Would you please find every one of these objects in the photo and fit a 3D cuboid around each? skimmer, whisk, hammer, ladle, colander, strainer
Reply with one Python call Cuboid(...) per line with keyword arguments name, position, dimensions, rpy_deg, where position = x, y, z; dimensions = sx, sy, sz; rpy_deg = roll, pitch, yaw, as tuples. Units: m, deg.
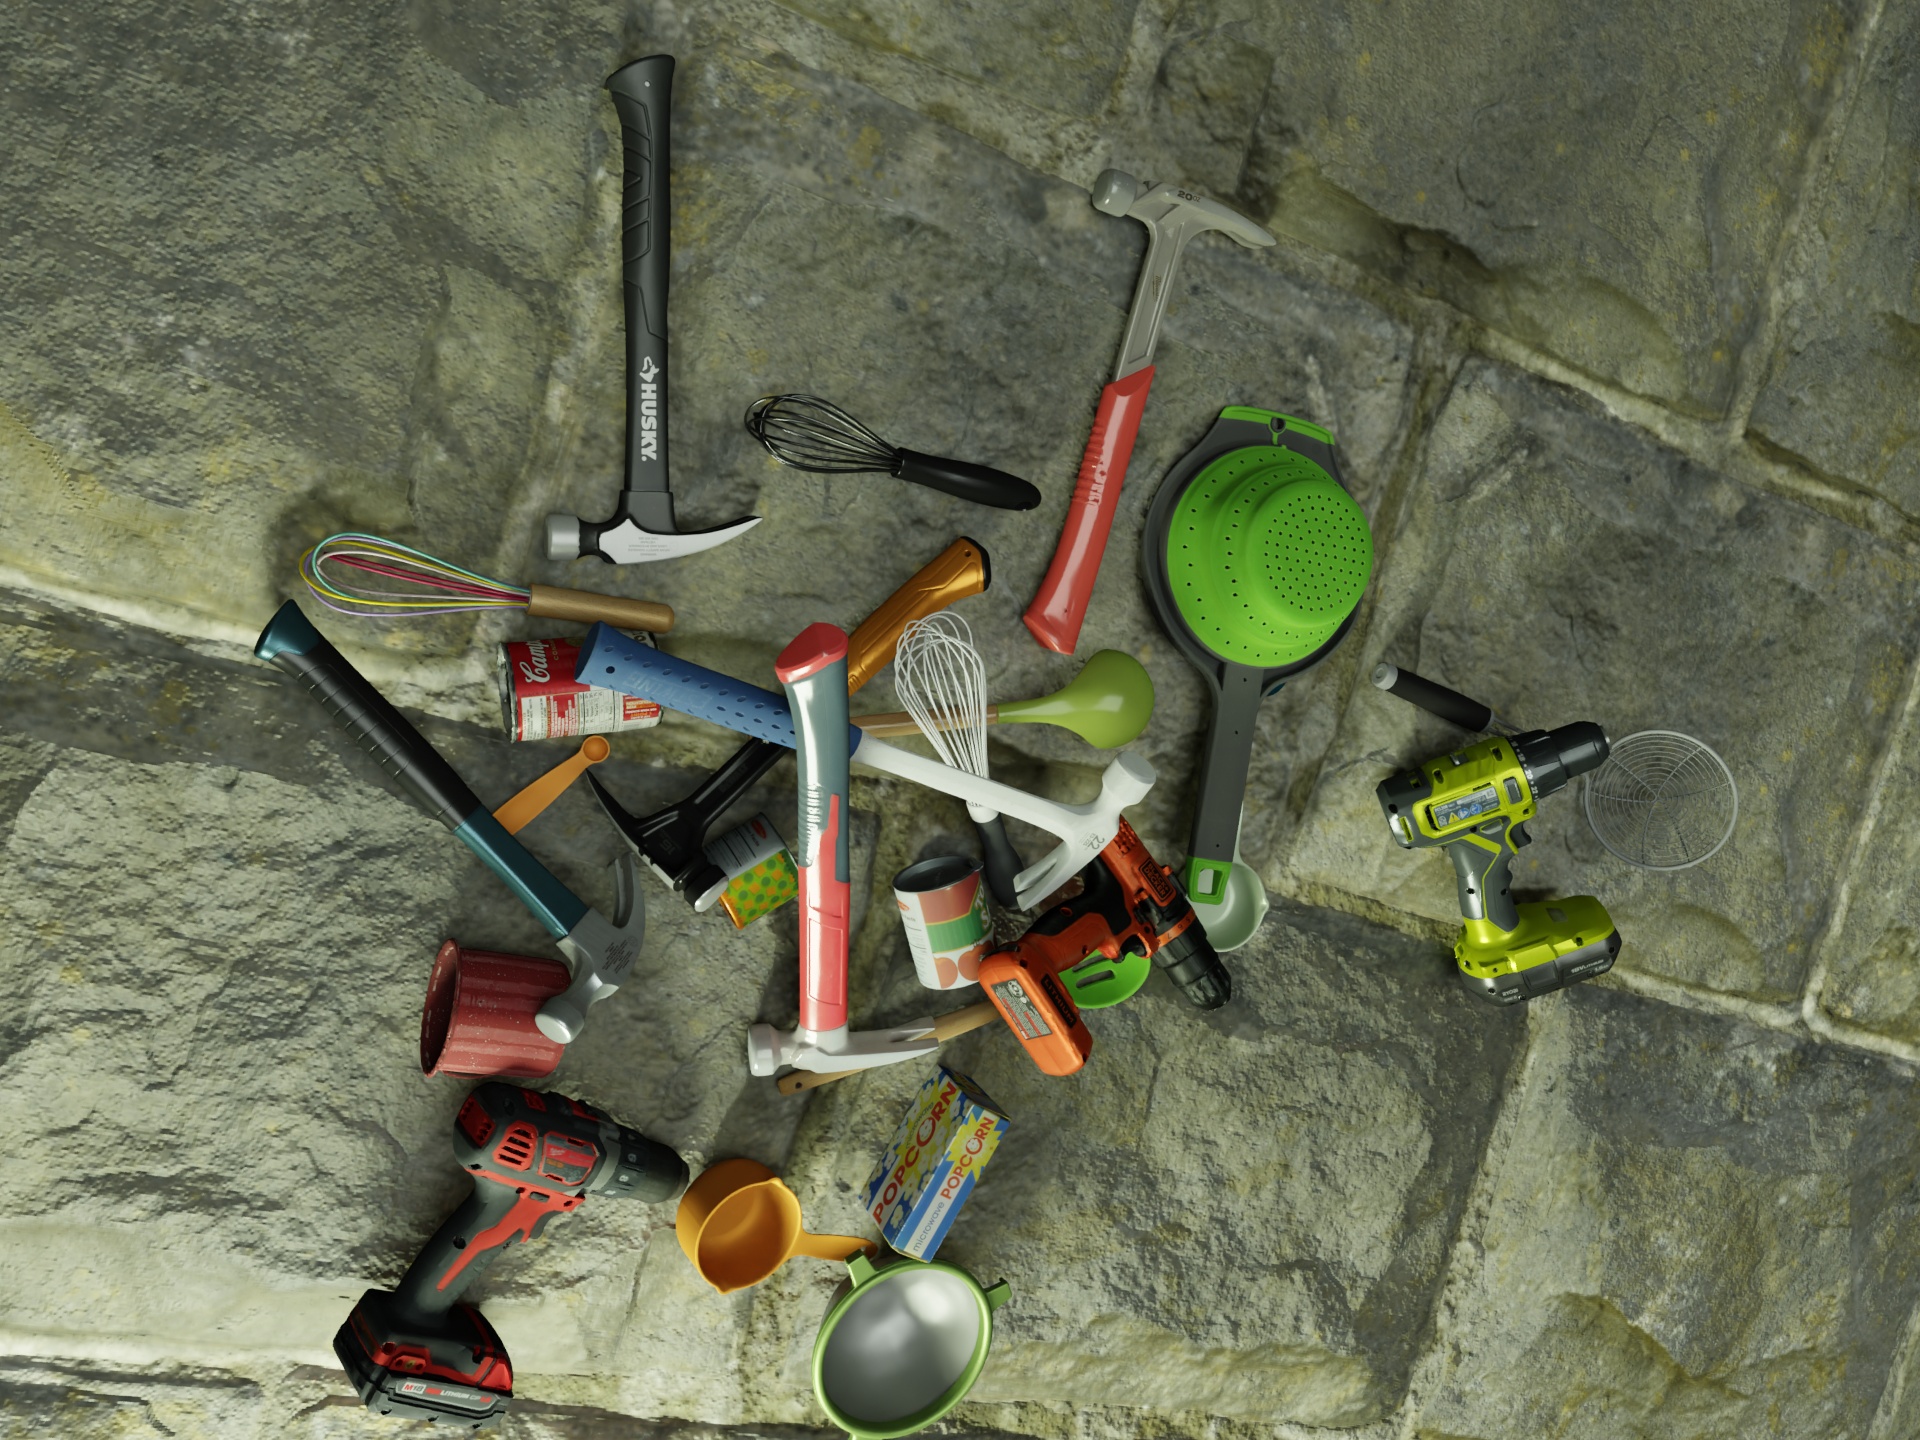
Cuboid(name="skimmer", position=(0.519, 0.028, 1.385), dimensions=(0.363, 0.090, 0.127), rpy_deg=(21, 98, -23))
Cuboid(name="whisk", position=(0.008, 0.040, 1.173), dimensions=(0.070, 0.070, 0.284), rpy_deg=(-29, 128, -15))
Cuboid(name="hammer", position=(-0.108, -0.021, 1.143), dimensions=(0.127, 0.034, 0.337), rpy_deg=(43, 73, 11))
Cuboid(name="hammer", position=(-0.066, 0.025, 1.084), dimensions=(0.405, 0.035, 0.144), rpy_deg=(20, 120, -25))
Cuboid(name="whisk", position=(-0.043, -0.189, 1.150), dimensions=(0.238, 0.055, 0.055), rpy_deg=(11, 95, -27))
Cuboid(name="ladle", position=(-0.002, -0.004, 1.207), dimensions=(0.320, 0.062, 0.078), rpy_deg=(-6, 99, -14))
Cuboid(name="hammer", position=(-0.207, -0.274, 1.075), dimensions=(0.146, 0.035, 0.334), rpy_deg=(-2, 100, -21))
Cuboid(name="colander", position=(0.238, -0.048, 1.237), dimensions=(0.204, 0.094, 0.397), rpy_deg=(9, 90, -20))
Cuboid(name="hammer", position=(-0.337, 0.055, 1.051), dimensions=(0.331, 0.033, 0.128), rpy_deg=(49, 46, -12))
Cuboid(name="hammer", position=(0.127, -0.224, 1.216), dimensions=(0.149, 0.037, 0.359), rpy_deg=(14, 93, -23))
Cuboid(name="strainer", position=(-0.075, 0.525, 1.251), dimensions=(0.151, 0.069, 0.256), rpy_deg=(21, 94, -28))
Cuboid(name="hammer", position=(-0.078, 0.101, 1.093), dimensions=(0.143, 0.038, 0.386), rpy_deg=(-4, 127, -11))
Cuboid(name="whisk", position=(-0.311, -0.088, 1.065), dimensions=(0.244, 0.047, 0.051), rpy_deg=(7, 109, -27))

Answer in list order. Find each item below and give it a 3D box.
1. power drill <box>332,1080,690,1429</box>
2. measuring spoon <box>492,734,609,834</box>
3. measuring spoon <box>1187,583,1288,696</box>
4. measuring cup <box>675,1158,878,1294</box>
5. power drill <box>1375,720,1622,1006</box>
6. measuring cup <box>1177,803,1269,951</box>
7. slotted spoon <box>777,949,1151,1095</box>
Cuboid(name="power drill", position=(-0.308, 0.373, 1.117), dimensions=(0.187, 0.080, 0.227), rpy_deg=(34, 85, -42))
Cuboid(name="measuring spoon", position=(-0.294, 0.050, 1.112), dimensions=(0.117, 0.011, 0.021), rpy_deg=(-40, 109, -7))
Cuboid(name="measuring spoon", position=(0.225, -0.066, 1.289), dimensions=(0.128, 0.021, 0.042), rpy_deg=(44, 82, -24))
Cuboid(name="measuring cup", position=(-0.139, 0.385, 1.214), dimensions=(0.173, 0.052, 0.095), rpy_deg=(24, 91, -40))
Cuboid(name="power drill", position=(0.483, 0.117, 1.367), dimensions=(0.190, 0.080, 0.228), rpy_deg=(-22, 110, 10))
Cuboid(name="measuring cup", position=(0.212, 0.104, 1.309), dimensions=(0.083, 0.038, 0.167), rpy_deg=(2, 93, -21))
Cuboid(name="slotted spoon", position=(0.005, 0.233, 1.253), dimensions=(0.313, 0.031, 0.070), rpy_deg=(-18, 105, -16))
